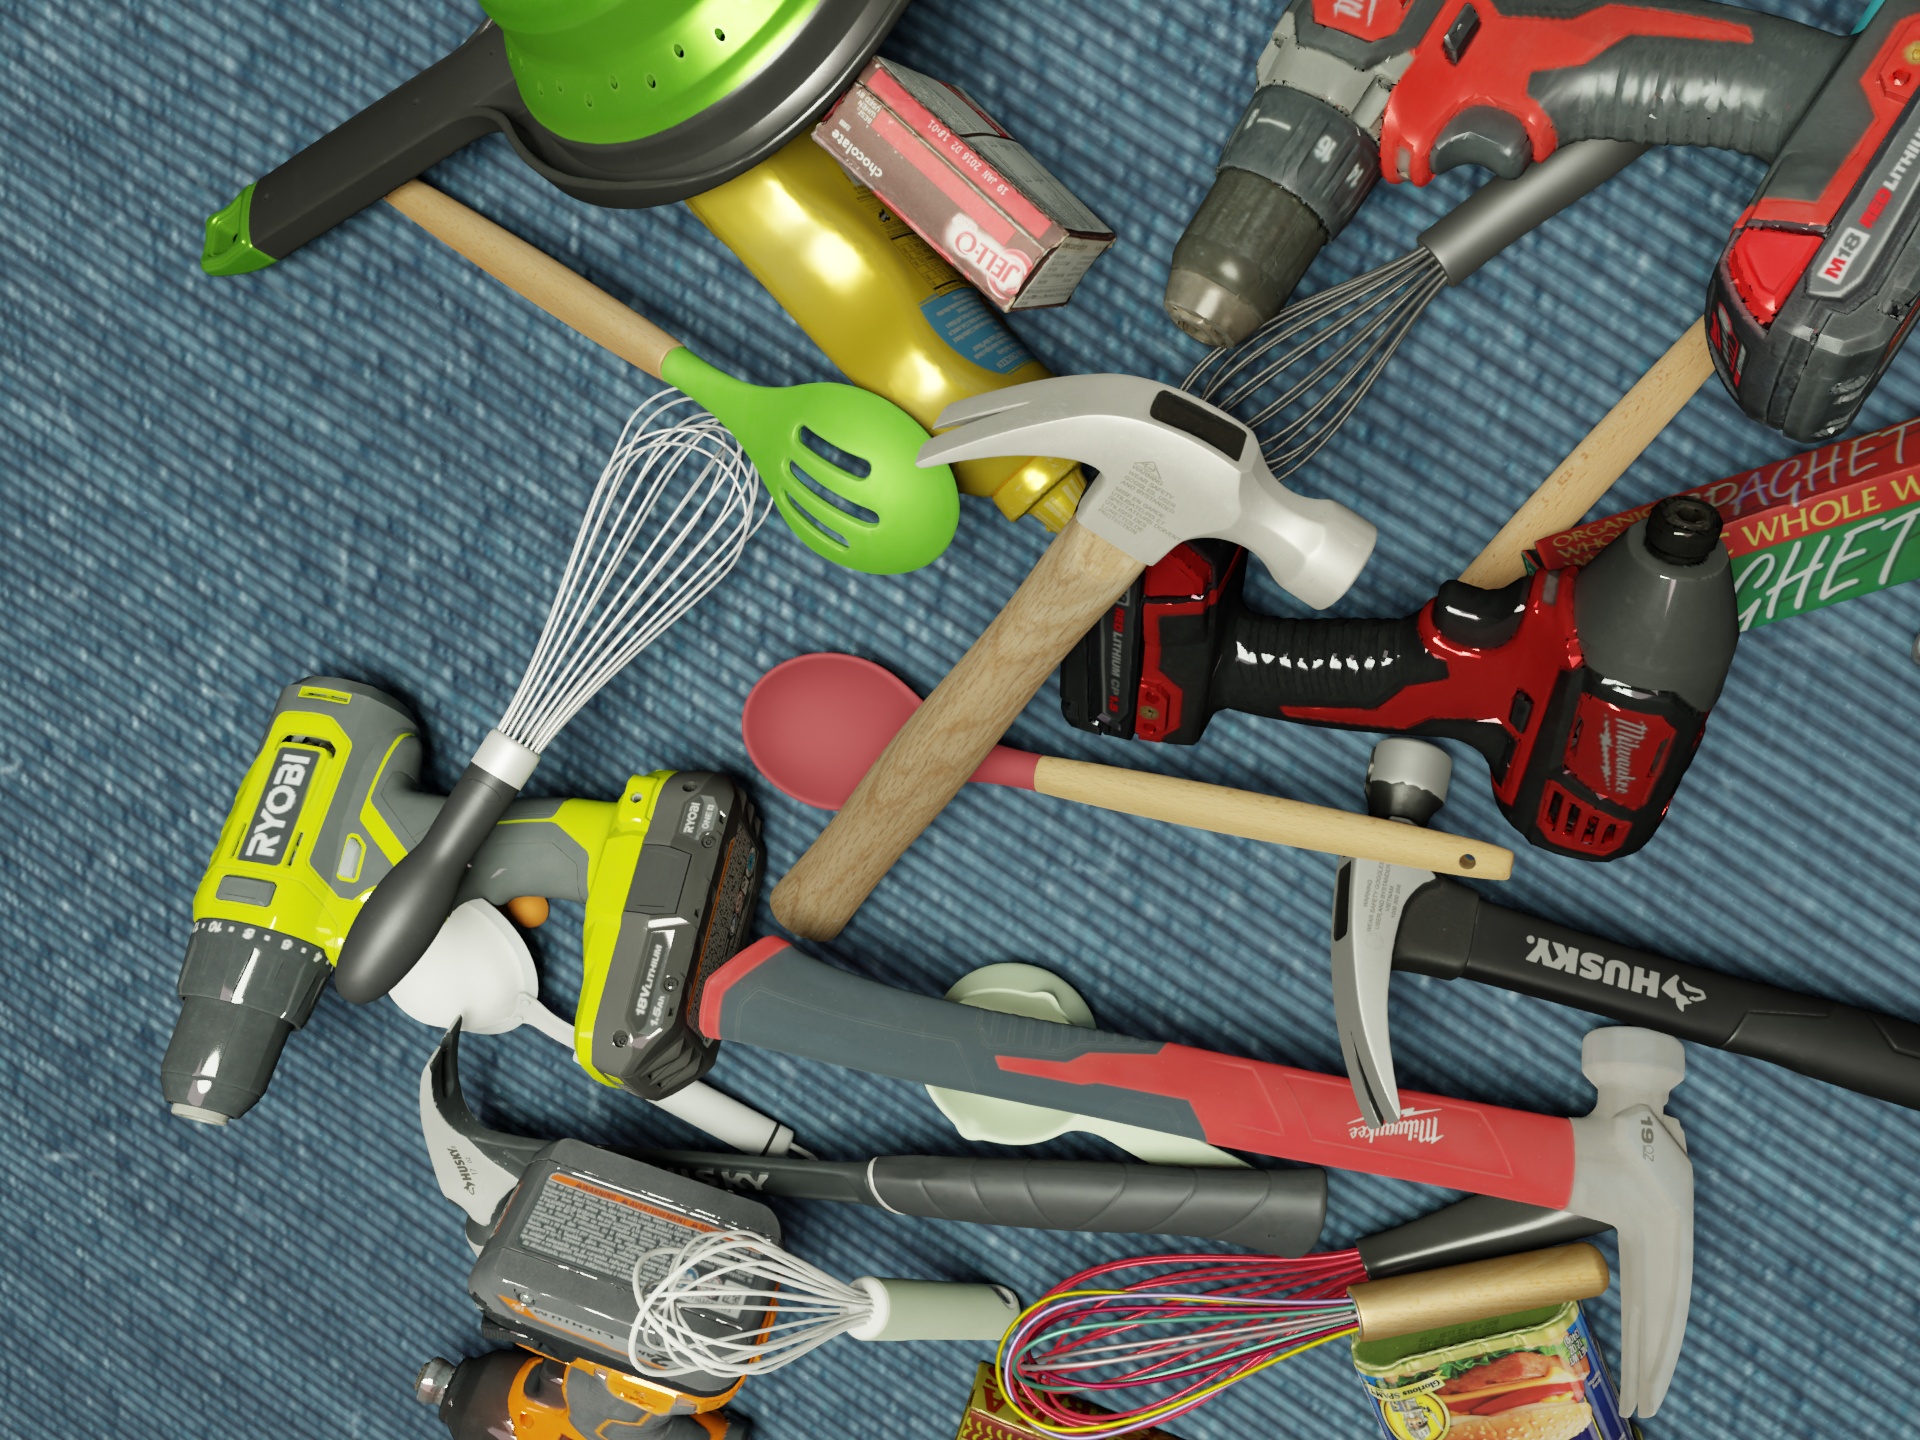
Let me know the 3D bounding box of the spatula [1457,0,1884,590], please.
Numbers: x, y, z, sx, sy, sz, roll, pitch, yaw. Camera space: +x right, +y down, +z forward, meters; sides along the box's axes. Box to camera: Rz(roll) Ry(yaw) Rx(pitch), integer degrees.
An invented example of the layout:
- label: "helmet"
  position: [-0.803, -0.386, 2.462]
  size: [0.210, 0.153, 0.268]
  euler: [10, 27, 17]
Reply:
- label: "spatula"
  position: [0.255, -0.121, 0.570]
  size: [0.082, 0.044, 0.317]
  euler: [39, 110, 1]

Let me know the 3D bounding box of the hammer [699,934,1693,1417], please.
- label: "hammer"
  position: [0.085, 0.160, 0.620]
  size: [0.386, 0.038, 0.143]
  euler: [10, 66, 3]

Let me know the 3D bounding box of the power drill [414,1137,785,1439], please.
- label: "power drill"
  position: [-0.168, 0.287, 0.718]
  size: [0.164, 0.084, 0.226]
  euler: [18, 131, 2]

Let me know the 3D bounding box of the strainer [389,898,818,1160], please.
- label: "strainer"
  position: [-0.178, 0.148, 0.736]
  size: [0.258, 0.050, 0.086]
  euler: [29, 124, -2]

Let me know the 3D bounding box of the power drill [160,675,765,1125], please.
- label: "power drill"
  position: [-0.213, 0.087, 0.672]
  size: [0.228, 0.080, 0.191]
  euler: [8, 66, 9]

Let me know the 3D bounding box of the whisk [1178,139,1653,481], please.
- label: "whisk"
  position: [0.176, -0.165, 0.577]
  size: [0.239, 0.055, 0.055]
  euler: [-37, 94, 14]

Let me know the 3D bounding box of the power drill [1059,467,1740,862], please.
- label: "power drill"
  position: [0.151, -0.035, 0.559]
  size: [0.220, 0.079, 0.143]
  euler: [15, 139, 15]

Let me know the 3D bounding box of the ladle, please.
- label: "ladle"
  position: [0.056, 0.025, 0.632]
  size: [0.315, 0.031, 0.069]
  euler: [11, 106, 23]

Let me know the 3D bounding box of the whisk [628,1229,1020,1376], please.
- label: "whisk"
  position: [-0.044, 0.240, 0.648]
  size: [0.058, 0.246, 0.059]
  euler: [34, 93, 38]

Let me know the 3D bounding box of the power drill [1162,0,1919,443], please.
- label: "power drill"
  position: [0.192, -0.173, 0.512]
  size: [0.227, 0.080, 0.188]
  euler: [34, 93, 23]

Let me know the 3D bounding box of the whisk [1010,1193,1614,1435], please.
- label: "whisk"
  position: [0.154, 0.238, 0.677]
  size: [0.296, 0.073, 0.073]
  euler: [-23, 98, 12]

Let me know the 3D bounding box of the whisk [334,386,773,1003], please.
- label: "whisk"
  position: [-0.164, -0.012, 0.634]
  size: [0.070, 0.070, 0.284]
  euler: [31, 81, 4]

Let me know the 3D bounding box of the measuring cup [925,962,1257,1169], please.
- label: "measuring cup"
  position: [0.063, 0.162, 0.691]
  size: [0.167, 0.038, 0.083]
  euler: [27, 112, 0]

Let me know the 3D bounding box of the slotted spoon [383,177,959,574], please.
- label: "slotted spoon"
  position: [-0.129, -0.147, 0.614]
  size: [0.314, 0.031, 0.070]
  euler: [35, 129, 22]

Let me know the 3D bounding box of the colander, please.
- label: "colander"
  position: [-0.176, -0.265, 0.571]
  size: [0.397, 0.094, 0.205]
  euler: [-17, 65, 28]

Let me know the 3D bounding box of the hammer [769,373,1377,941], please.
- label: "hammer"
  position: [-0.001, -0.002, 0.586]
  size: [0.130, 0.031, 0.331]
  euler: [32, 138, -8]

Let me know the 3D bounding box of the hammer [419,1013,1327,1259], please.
- label: "hammer"
  position: [-0.049, 0.197, 0.693]
  size: [0.409, 0.036, 0.149]
  euler: [-1, 126, 15]

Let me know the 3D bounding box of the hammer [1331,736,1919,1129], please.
- label: "hammer"
  position: [0.303, 0.120, 0.600]
  size: [0.335, 0.035, 0.146]
  euler: [16, 70, 2]

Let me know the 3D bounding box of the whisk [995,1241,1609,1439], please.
- label: "whisk"
  position: [0.134, 0.235, 0.630]
  size: [0.245, 0.047, 0.051]
  euler: [-10, 117, -1]

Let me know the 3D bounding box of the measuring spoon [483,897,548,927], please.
- label: "measuring spoon"
  position: [-0.251, 0.095, 0.757]
  size: [0.117, 0.011, 0.021]
  euler: [-7, 102, 15]
